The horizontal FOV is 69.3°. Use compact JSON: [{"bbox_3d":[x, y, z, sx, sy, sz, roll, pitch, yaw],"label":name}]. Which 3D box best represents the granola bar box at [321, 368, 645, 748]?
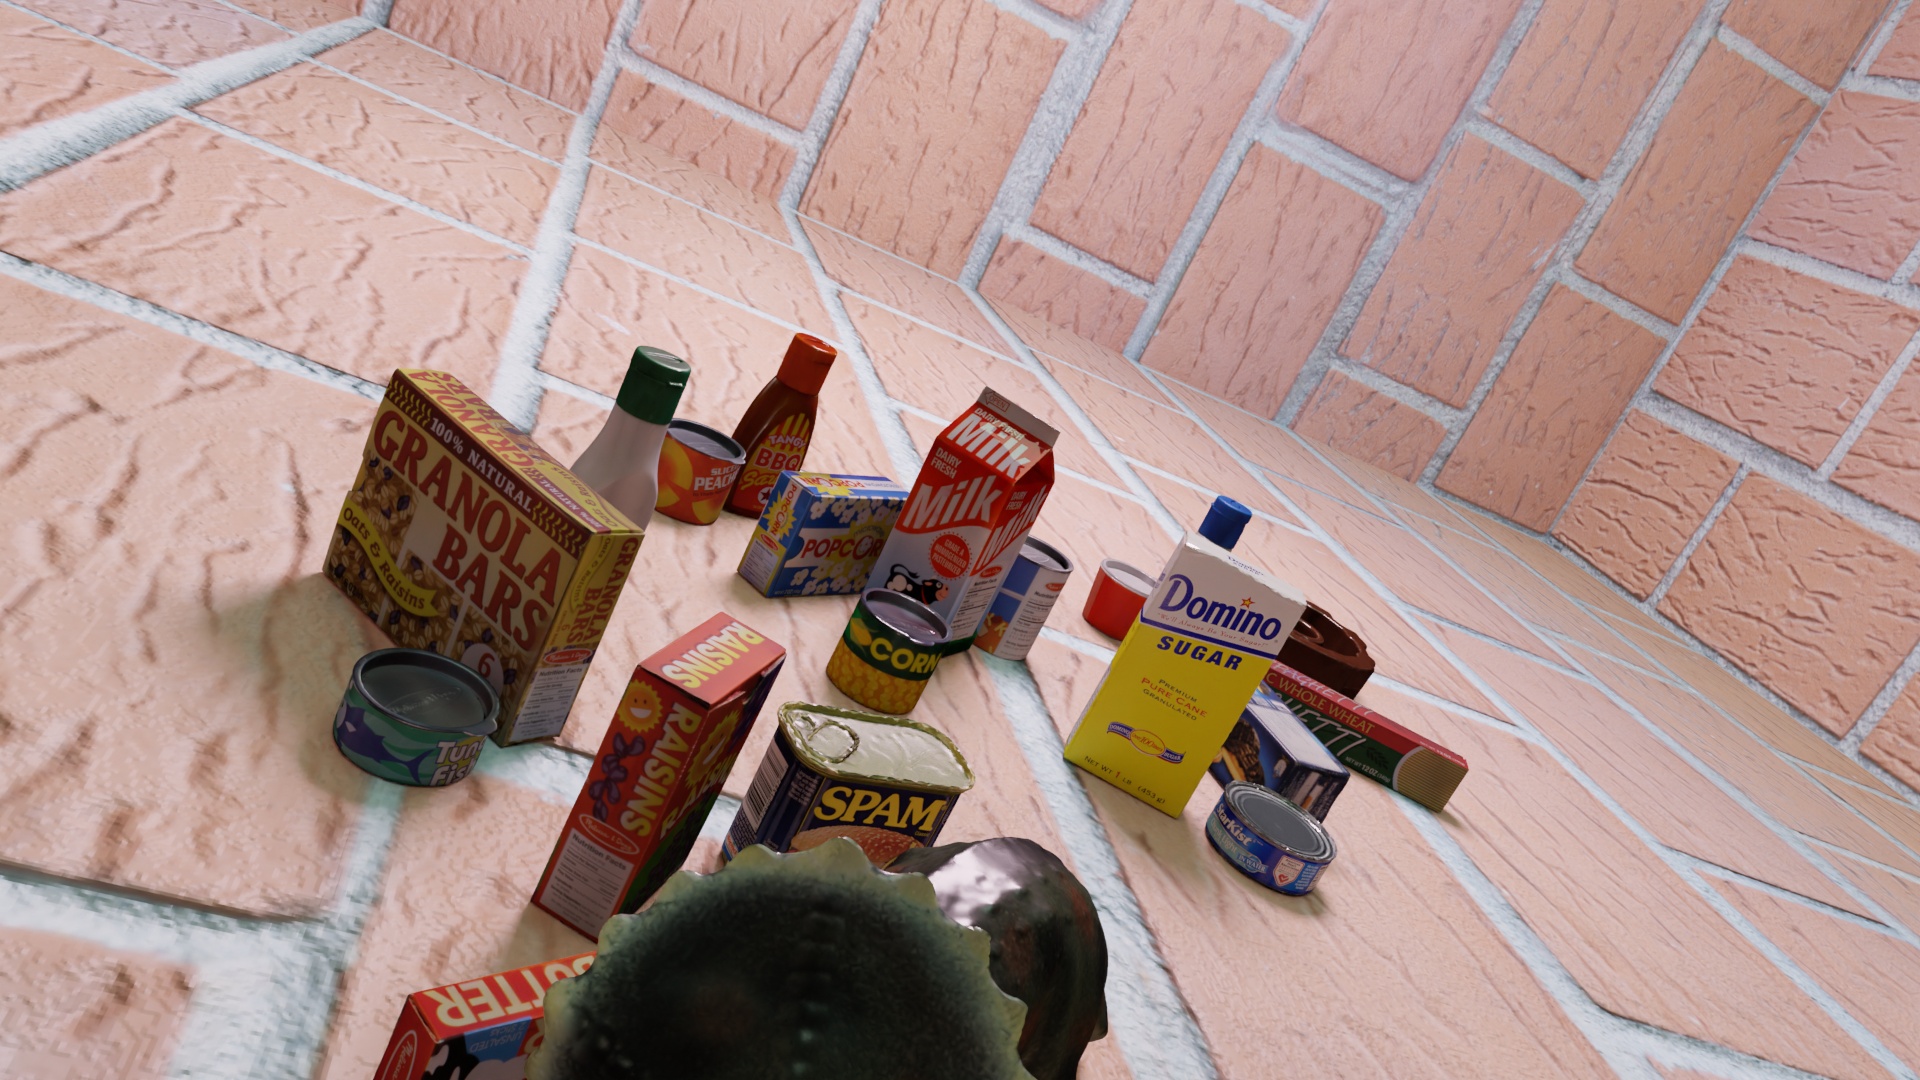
[{"bbox_3d":[-0.246,0.006,0.703,0.166,0.123,0.039,35,18,26],"label":"granola bar box"}]

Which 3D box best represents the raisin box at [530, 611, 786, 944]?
[{"bbox_3d":[-0.128,0.100,0.602,0.040,0.123,0.086,29,17,7],"label":"raisin box"}]

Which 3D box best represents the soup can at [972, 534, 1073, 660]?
[{"bbox_3d":[0.039,0.041,1.092,0.071,0.083,0.071,25,17,-8],"label":"soup can"}]

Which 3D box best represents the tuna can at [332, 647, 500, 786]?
[{"bbox_3d":[-0.247,0.082,0.636,0.071,0.032,0.071,24,17,-8],"label":"tuna can"}]

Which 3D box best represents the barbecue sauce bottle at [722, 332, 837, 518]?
[{"bbox_3d":[-0.143,-0.091,1.096,0.065,0.148,0.044,9,24,-46],"label":"barbecue sauce bottle"}]

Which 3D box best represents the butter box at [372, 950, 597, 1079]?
[{"bbox_3d":[-0.148,0.173,0.480,0.024,0.053,0.103,38,20,33],"label":"butter box"}]

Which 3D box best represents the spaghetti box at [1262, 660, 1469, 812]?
[{"bbox_3d":[0.322,0.159,1.221,0.250,0.050,0.029,27,16,2],"label":"spaghetti box"}]

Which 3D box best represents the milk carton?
[{"bbox_3d":[0.004,-0.013,1.013,0.072,0.190,0.073,34,18,22],"label":"milk carton"}]

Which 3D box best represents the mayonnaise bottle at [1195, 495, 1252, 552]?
[{"bbox_3d":[0.217,0.031,1.274,0.041,0.147,0.065,27,16,2],"label":"mayonnaise bottle"}]

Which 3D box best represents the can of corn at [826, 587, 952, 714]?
[{"bbox_3d":[-0.046,0.074,0.912,0.071,0.058,0.071,24,17,-8],"label":"can of corn"}]

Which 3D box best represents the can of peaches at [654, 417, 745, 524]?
[{"bbox_3d":[-0.202,-0.051,1.048,0.071,0.058,0.071,24,17,-8],"label":"can of peaches"}]

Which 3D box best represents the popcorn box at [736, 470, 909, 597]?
[{"bbox_3d":[-0.096,-0.005,1.022,0.038,0.085,0.127,36,19,29],"label":"popcorn box"}]

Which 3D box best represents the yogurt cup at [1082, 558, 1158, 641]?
[{"bbox_3d":[0.146,0.056,1.257,0.072,0.053,0.072,24,17,-8],"label":"yogurt cup"}]

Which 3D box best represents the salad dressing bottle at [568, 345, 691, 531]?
[{"bbox_3d":[-0.213,-0.050,0.875,0.044,0.147,0.064,38,20,34],"label":"salad dressing bottle"}]
